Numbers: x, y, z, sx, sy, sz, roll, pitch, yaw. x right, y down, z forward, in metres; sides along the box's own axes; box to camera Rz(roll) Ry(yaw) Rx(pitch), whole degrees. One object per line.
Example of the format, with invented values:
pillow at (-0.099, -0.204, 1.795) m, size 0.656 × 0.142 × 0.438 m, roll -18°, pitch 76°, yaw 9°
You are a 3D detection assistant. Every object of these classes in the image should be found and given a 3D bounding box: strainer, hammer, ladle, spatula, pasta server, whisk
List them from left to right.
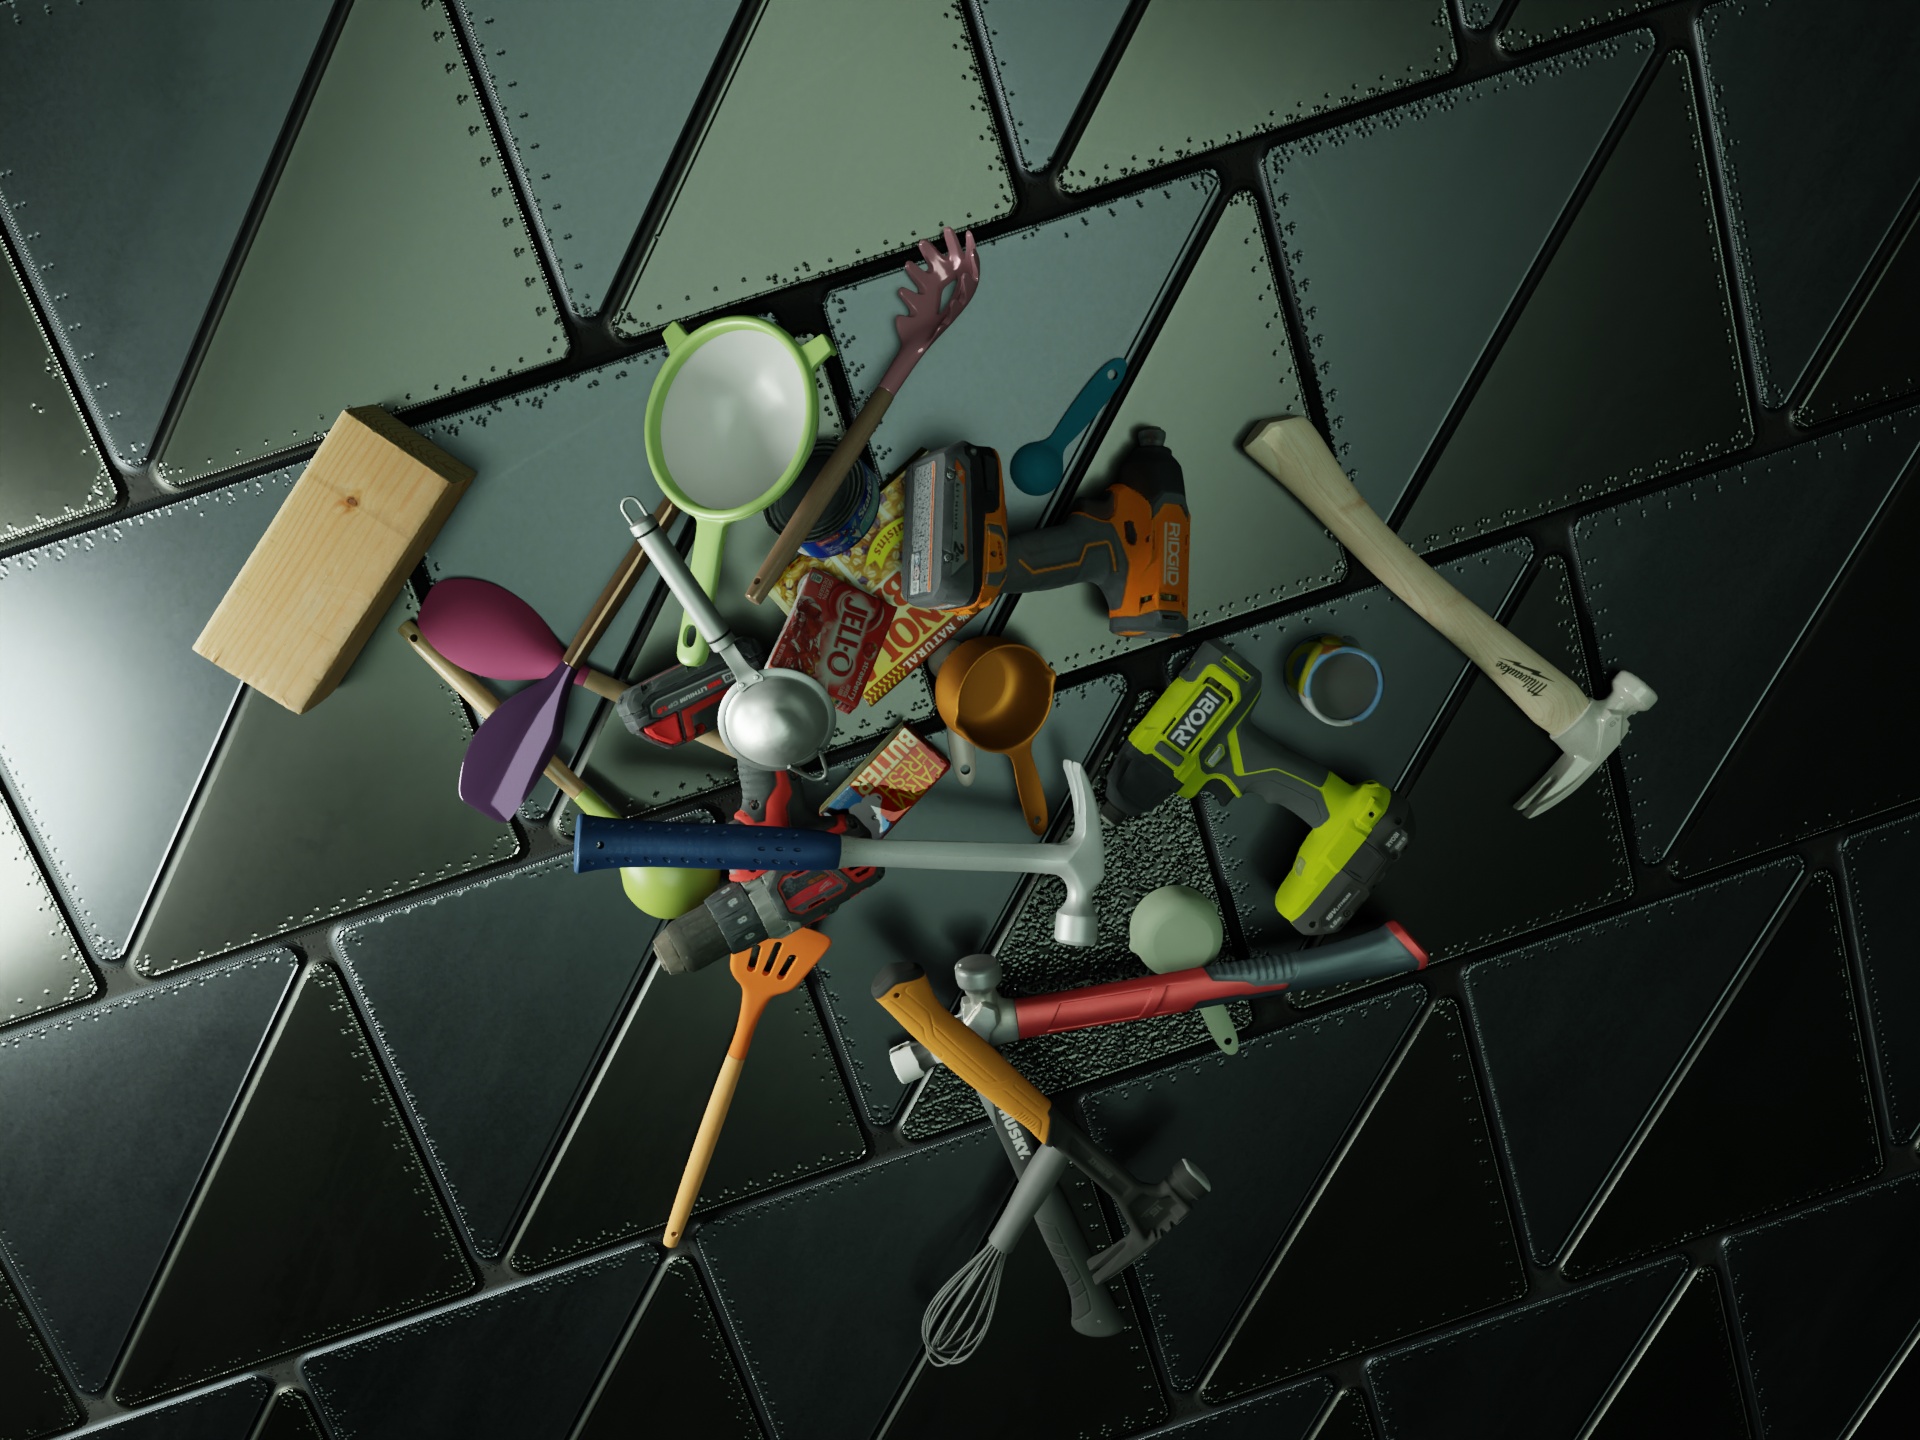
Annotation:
ladle at (-0.316, 0.037, 1.253) m, size 0.078 × 0.062 × 0.320 m, roll -45°, pitch 97°, yaw 4°
spatula at (-0.286, -0.065, 1.215) m, size 0.060 × 0.018 × 0.316 m, roll 33°, pitch 90°, yaw -4°
strainer at (-0.167, -0.049, 1.134) m, size 0.087 × 0.050 × 0.258 m, roll -29°, pitch 110°, yaw 8°
spatula at (-0.195, 0.304, 1.325) m, size 0.081 × 0.041 × 0.322 m, roll 18°, pitch 102°, yaw -11°
strainer at (-0.164, -0.165, 1.177) m, size 0.151 × 0.069 × 0.256 m, roll 12°, pitch 93°, yaw 27°
hammer at (-0.081, 0.093, 1.194) m, size 0.405 × 0.035 × 0.144 m, roll 4°, pitch 92°, yaw -18°
pasta server at (-0.073, -0.223, 1.167) m, size 0.316 × 0.060 × 0.040 m, roll -59°, pitch 142°, yaw -9°
whisk at (0.035, 0.445, 1.348) m, size 0.055 × 0.055 × 0.239 m, roll 28°, pitch 97°, yaw -12°
hammer at (0.049, 0.316, 1.283) m, size 0.127 × 0.034 × 0.336 m, roll -44°, pitch 106°, yaw 6°
hammer at (0.071, 0.395, 1.378) m, size 0.146 × 0.035 × 0.334 m, roll -24°, pitch 105°, yaw 1°
hammer at (0.195, 0.235, 1.312) m, size 0.386 × 0.038 × 0.143 m, roll -9°, pitch 106°, yaw -3°
hammer at (0.379, -0.092, 1.292) m, size 0.410 × 0.038 × 0.146 m, roll 39°, pitch 98°, yaw -13°

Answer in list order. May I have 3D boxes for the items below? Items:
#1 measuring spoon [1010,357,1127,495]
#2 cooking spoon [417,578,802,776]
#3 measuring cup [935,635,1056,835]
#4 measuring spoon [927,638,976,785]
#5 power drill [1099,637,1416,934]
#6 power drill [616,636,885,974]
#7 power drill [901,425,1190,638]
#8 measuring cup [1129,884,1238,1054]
measuring spoon at (0.088, -0.228, 1.233) m, size 0.042 × 0.021 × 0.128 m, roll 37°, pitch 99°, yaw -13°
cooking spoon at (-0.268, -0.023, 1.245) m, size 0.318 × 0.017 × 0.069 m, roll 26°, pitch 84°, yaw -13°
measuring cup at (0.034, 0.013, 1.271) m, size 0.095 × 0.052 × 0.173 m, roll -27°, pitch 120°, yaw -21°
measuring spoon at (-0.002, -0.004, 1.281) m, size 0.034 × 0.018 × 0.124 m, roll -10°, pitch 105°, yaw -4°
power drill at (0.237, 0.065, 1.287) m, size 0.223 × 0.080 × 0.171 m, roll 37°, pitch 96°, yaw -3°
power drill at (-0.183, 0.068, 1.217) m, size 0.188 × 0.080 × 0.226 m, roll -28°, pitch 98°, yaw -14°
power drill at (0.074, -0.150, 1.197) m, size 0.226 × 0.084 × 0.164 m, roll 3°, pitch 87°, yaw -26°
measuring cup at (0.202, 0.219, 1.346) m, size 0.083 × 0.038 × 0.167 m, roll -26°, pitch 103°, yaw 1°
